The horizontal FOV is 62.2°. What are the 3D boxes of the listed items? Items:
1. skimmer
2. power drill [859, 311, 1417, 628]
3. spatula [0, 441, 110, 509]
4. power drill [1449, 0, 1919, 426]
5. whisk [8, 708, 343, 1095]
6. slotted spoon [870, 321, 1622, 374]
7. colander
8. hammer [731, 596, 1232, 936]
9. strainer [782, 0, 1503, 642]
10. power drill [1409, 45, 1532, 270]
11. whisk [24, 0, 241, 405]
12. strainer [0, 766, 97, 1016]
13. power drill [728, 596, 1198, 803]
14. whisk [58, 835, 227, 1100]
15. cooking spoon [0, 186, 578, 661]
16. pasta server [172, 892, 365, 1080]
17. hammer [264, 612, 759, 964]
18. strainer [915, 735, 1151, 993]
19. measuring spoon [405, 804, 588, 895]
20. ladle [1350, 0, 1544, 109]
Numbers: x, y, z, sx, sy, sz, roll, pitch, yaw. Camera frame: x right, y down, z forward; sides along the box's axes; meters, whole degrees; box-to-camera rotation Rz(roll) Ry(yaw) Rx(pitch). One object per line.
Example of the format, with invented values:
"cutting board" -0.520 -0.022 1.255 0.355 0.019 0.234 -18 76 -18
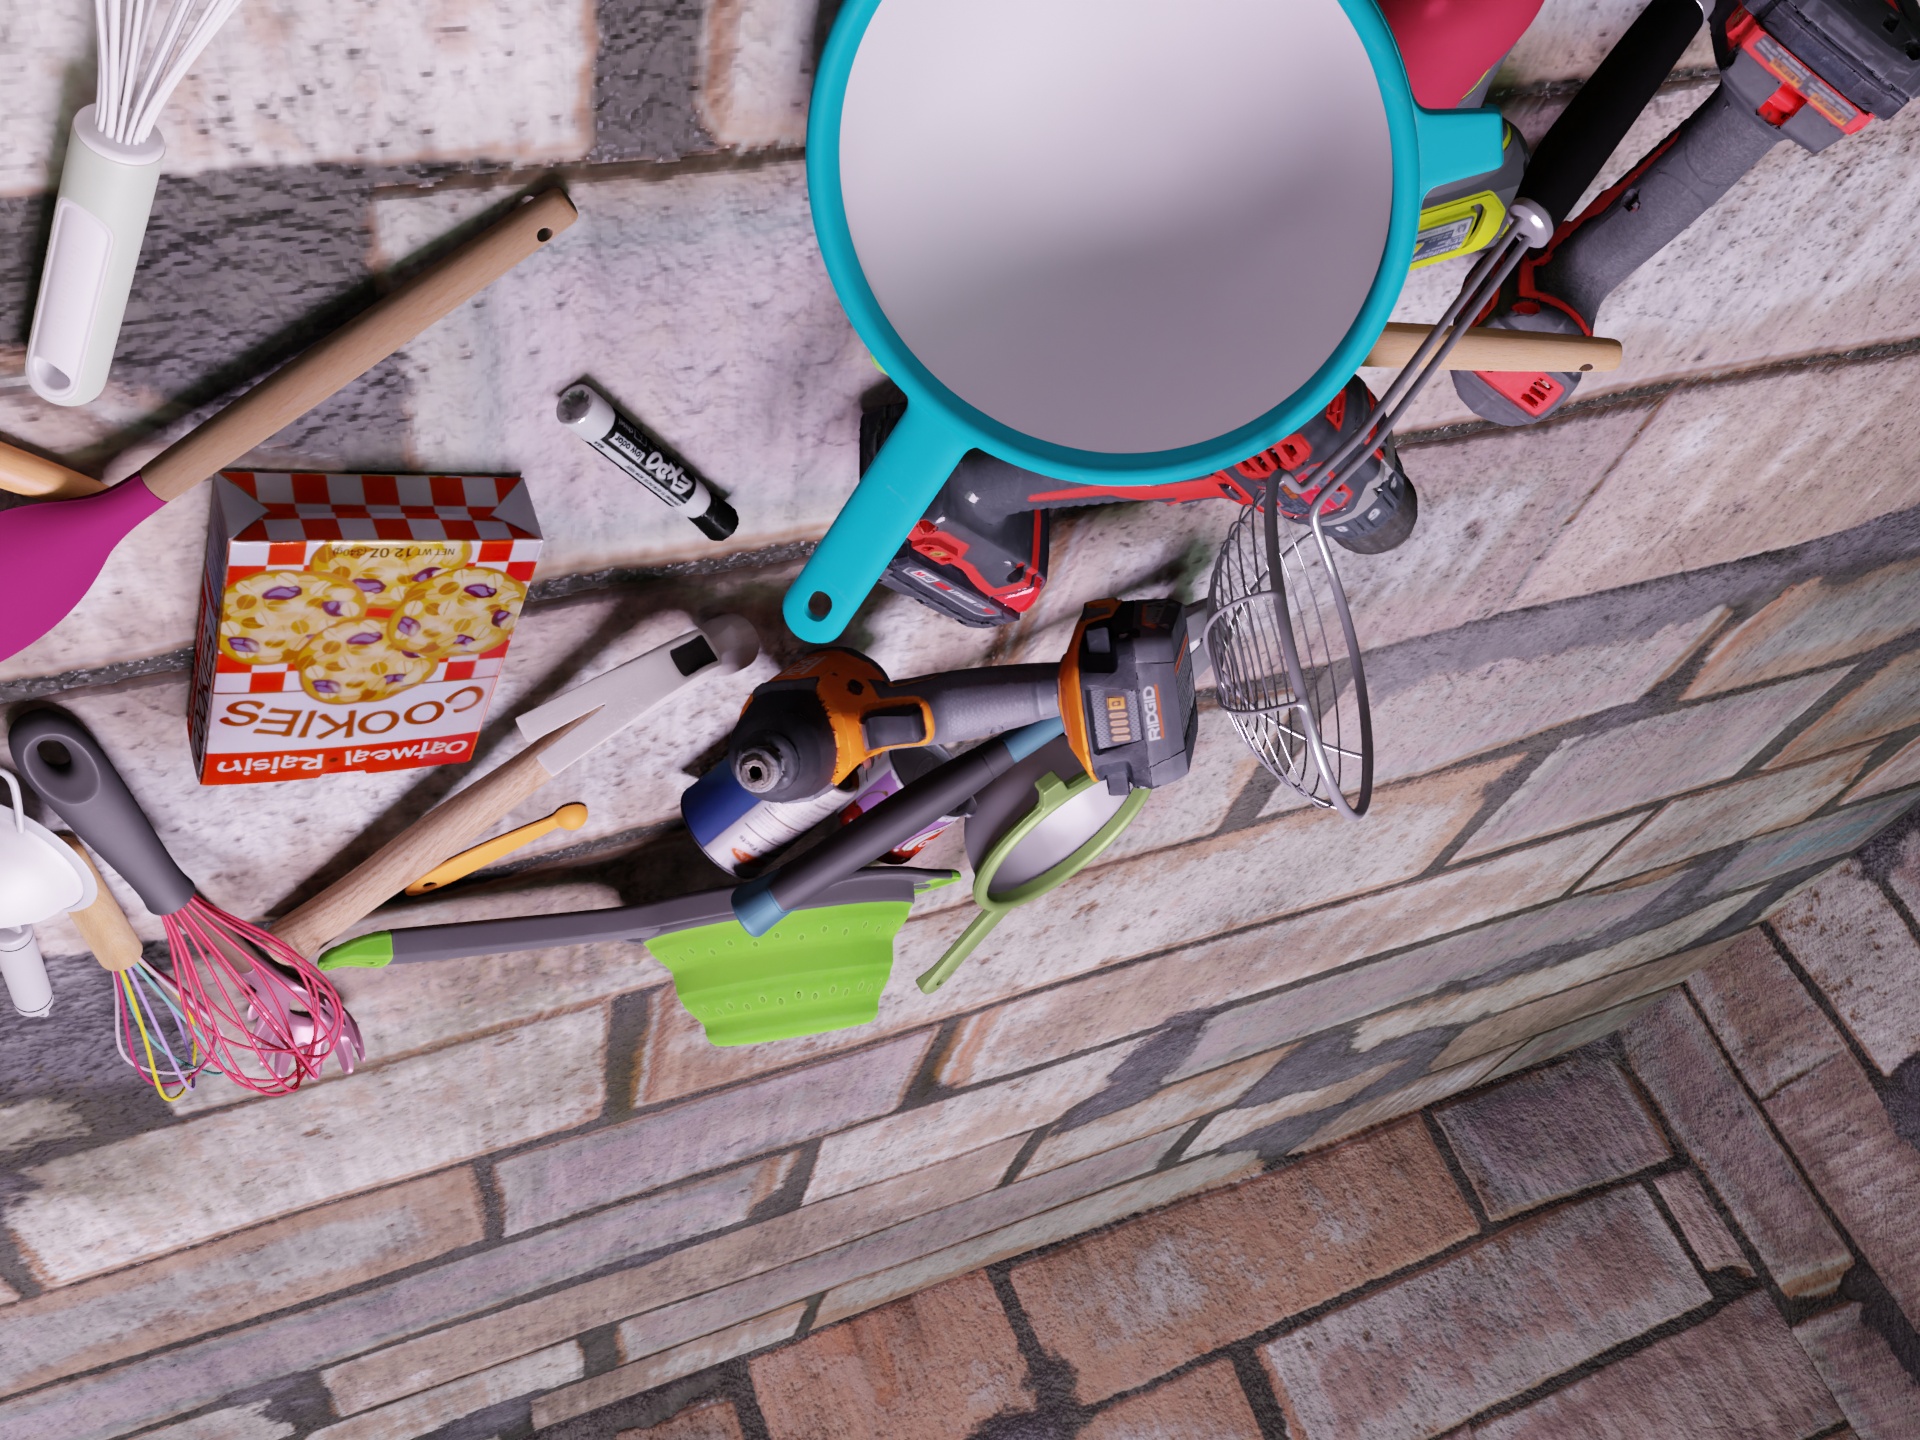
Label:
"skimmer" 0.204 -0.132 0.590 0.363 0.090 0.127 -53 141 -8
"power drill" 0.086 -0.103 0.720 0.227 0.080 0.187 -9 163 30
"spatula" -0.400 -0.110 0.460 0.081 0.041 0.322 -36 151 19
"power drill" 0.311 -0.242 0.714 0.219 0.078 0.143 -49 -173 41
"whisk" -0.381 0.099 0.784 0.073 0.073 0.295 -20 138 -9
"slotted spoon" 0.119 -0.161 0.674 0.314 0.031 0.070 3 161 3
"colander" -0.182 0.159 0.982 0.397 0.094 0.204 -2 168 -31
"hammer" 0.014 0.024 0.918 0.331 0.033 0.128 -32 -174 -5
"strainer" 0.027 -0.159 0.605 0.340 0.211 0.095 -51 -175 40
"power drill" 0.168 -0.256 0.622 0.171 0.080 0.223 -19 155 -12
"whisk" -0.244 -0.177 0.464 0.057 0.059 0.246 33 133 -13
"strainer" -0.460 0.101 0.769 0.087 0.050 0.258 23 145 -10
"power drill" -0.001 -0.003 0.793 0.226 0.084 0.164 -6 -168 13
"whisk" -0.442 0.139 0.850 0.047 0.051 0.244 -54 164 -35
"cooking spoon" -0.273 -0.100 0.578 0.319 0.017 0.068 -33 156 5
"pasta server" -0.406 0.130 0.878 0.060 0.040 0.316 -10 150 -4
"hammer" -0.253 0.047 0.825 0.331 0.031 0.130 -32 -178 25
"strainer" 0.027 0.092 1.104 0.151 0.069 0.256 -9 145 -50
"measuring spoon" -0.269 0.078 0.924 0.117 0.011 0.021 -25 152 1
"ladle" 0.168 -0.197 0.632 0.069 0.031 0.315 -10 159 -1
